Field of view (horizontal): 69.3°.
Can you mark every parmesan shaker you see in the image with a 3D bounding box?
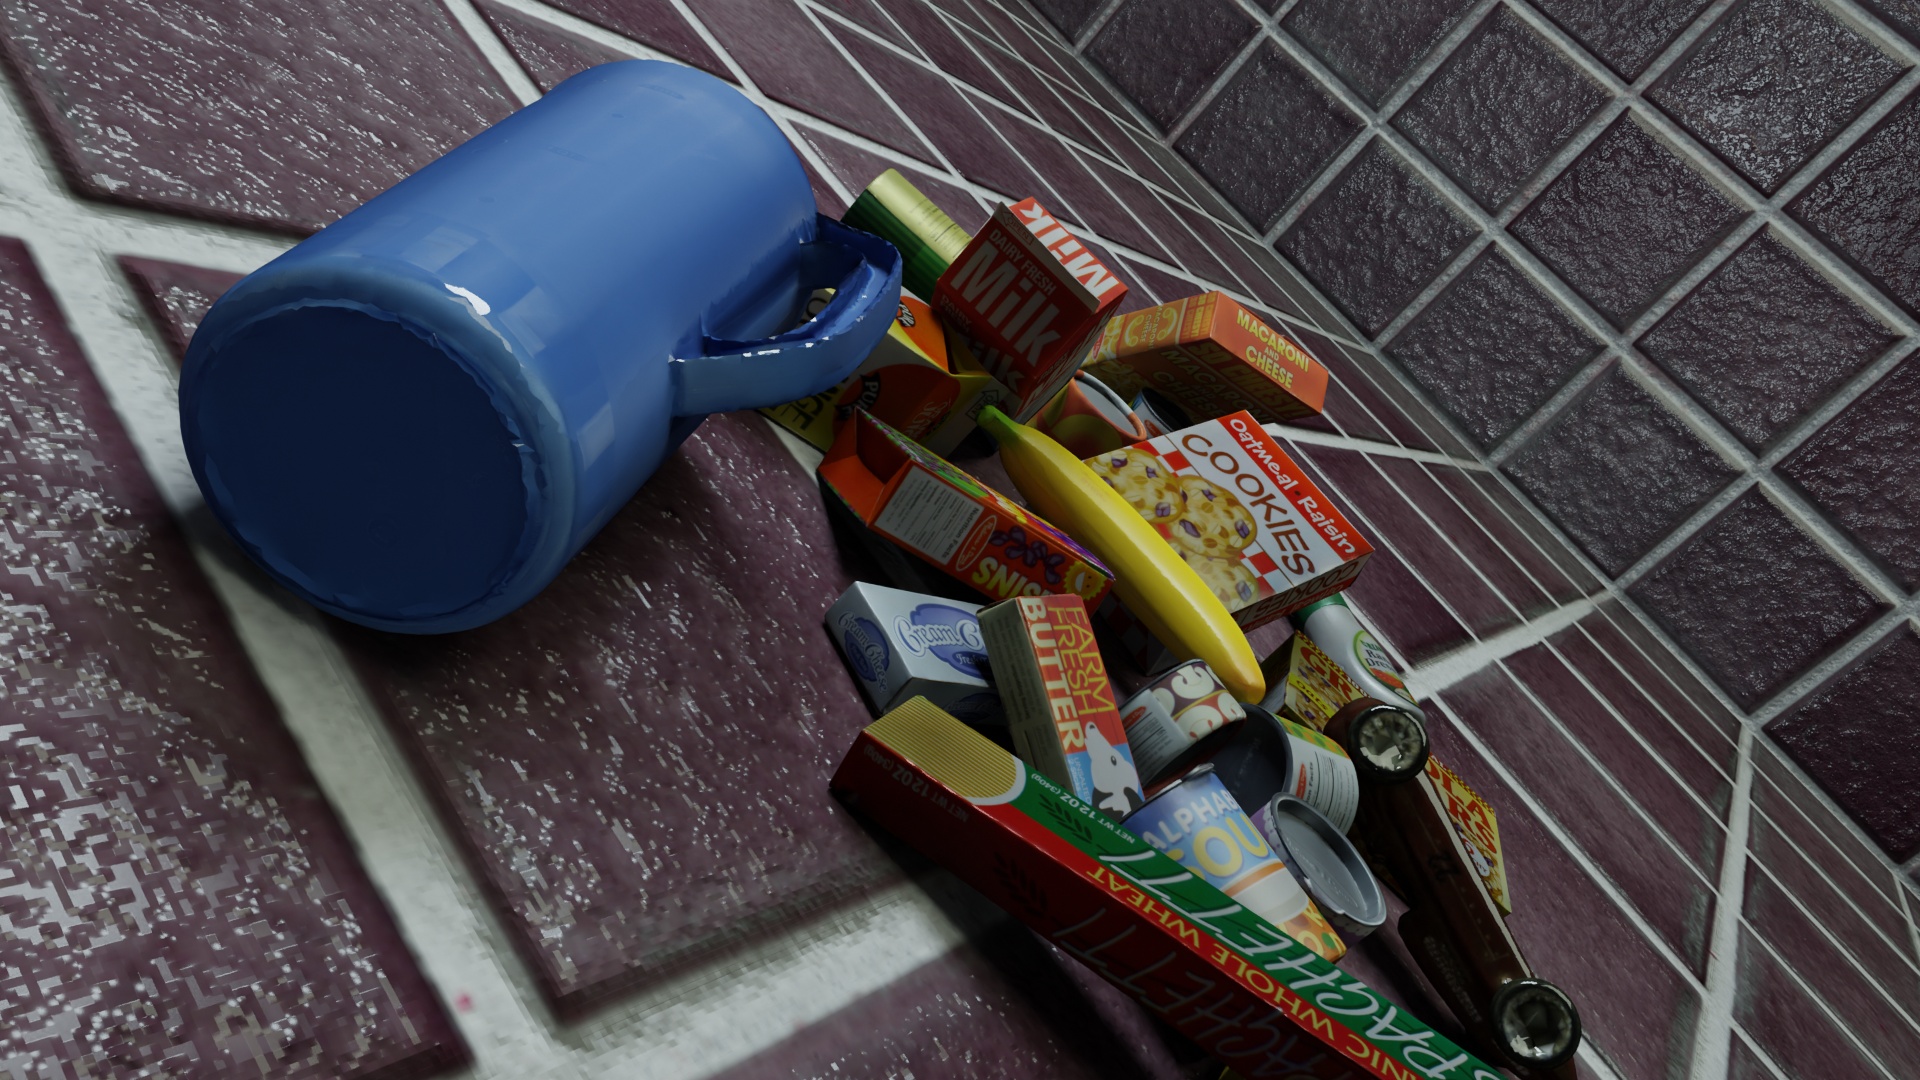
[{"bbox_3d":[-0.026,-0.186,0.913,0.103,0.071,0.071,41,22,-2],"label":"parmesan shaker"}]

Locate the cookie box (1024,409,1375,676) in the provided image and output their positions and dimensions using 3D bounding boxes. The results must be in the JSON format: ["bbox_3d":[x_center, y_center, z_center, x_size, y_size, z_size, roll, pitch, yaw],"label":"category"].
[{"bbox_3d":[0.139,-0.004,0.803,0.168,0.040,0.123,-18,59,-33],"label":"cookie box"}]

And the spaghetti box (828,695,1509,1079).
[{"bbox_3d":[0.071,0.134,0.466,0.250,0.028,0.050,32,20,15],"label":"spaghetti box"}]

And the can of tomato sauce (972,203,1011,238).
[{"bbox_3d":[0.029,-0.184,0.979,0.071,0.083,0.071,35,24,-18],"label":"can of tomato sauce"}]

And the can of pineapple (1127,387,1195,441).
[{"bbox_3d":[0.132,-0.063,0.965,0.071,0.057,0.071,36,23,-18],"label":"can of pineapple"}]

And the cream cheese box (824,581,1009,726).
[{"bbox_3d":[-0.006,0.049,0.580,0.104,0.024,0.053,14,35,-50],"label":"cream cheese box"}]

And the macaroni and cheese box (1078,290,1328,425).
[{"bbox_3d":[0.156,-0.120,0.989,0.123,0.166,0.040,26,70,-35],"label":"macaroni and cheese box"}]

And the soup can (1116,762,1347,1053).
[{"bbox_3d":[0.096,0.138,0.528,0.071,0.071,0.084,6,43,-56],"label":"soup can"}]

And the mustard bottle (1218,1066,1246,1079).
[{"bbox_3d":[0.104,0.204,0.452,0.065,0.048,0.160,44,22,19],"label":"mustard bottle"}]

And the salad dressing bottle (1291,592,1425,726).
[{"bbox_3d":[0.264,0.080,0.947,0.064,0.044,0.148,28,26,-29],"label":"salad dressing bottle"}]

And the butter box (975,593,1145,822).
[{"bbox_3d":[0.042,0.073,0.569,0.053,0.024,0.103,3,66,-55],"label":"butter box"}]

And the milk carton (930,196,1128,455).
[{"bbox_3d":[0.030,-0.118,0.751,0.072,0.073,0.190,45,-14,3],"label":"milk carton"}]

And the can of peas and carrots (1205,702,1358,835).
[{"bbox_3d":[0.143,0.115,0.657,0.058,0.070,0.071,25,28,-39],"label":"can of peas and carrots"}]

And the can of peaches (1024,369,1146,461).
[{"bbox_3d":[0.075,-0.065,0.874,0.071,0.058,0.071,36,23,-17],"label":"can of peaches"}]

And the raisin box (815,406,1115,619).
[{"bbox_3d":[0.002,-0.008,0.647,0.123,0.040,0.086,30,6,-28],"label":"raisin box"}]

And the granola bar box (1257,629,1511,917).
[{"bbox_3d":[0.240,0.139,0.807,0.165,0.039,0.125,43,23,1],"label":"granola bar box"}]

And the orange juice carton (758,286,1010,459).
[{"bbox_3d":[-0.071,-0.100,0.678,0.192,0.071,0.073,32,25,-23],"label":"orange juice carton"}]

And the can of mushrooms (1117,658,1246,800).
[{"bbox_3d":[0.095,0.086,0.624,0.033,0.071,0.071,53,24,22],"label":"can of mushrooms"}]

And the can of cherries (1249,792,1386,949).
[{"bbox_3d":[0.134,0.151,0.585,0.071,0.058,0.072,36,23,-18],"label":"can of cherries"}]
